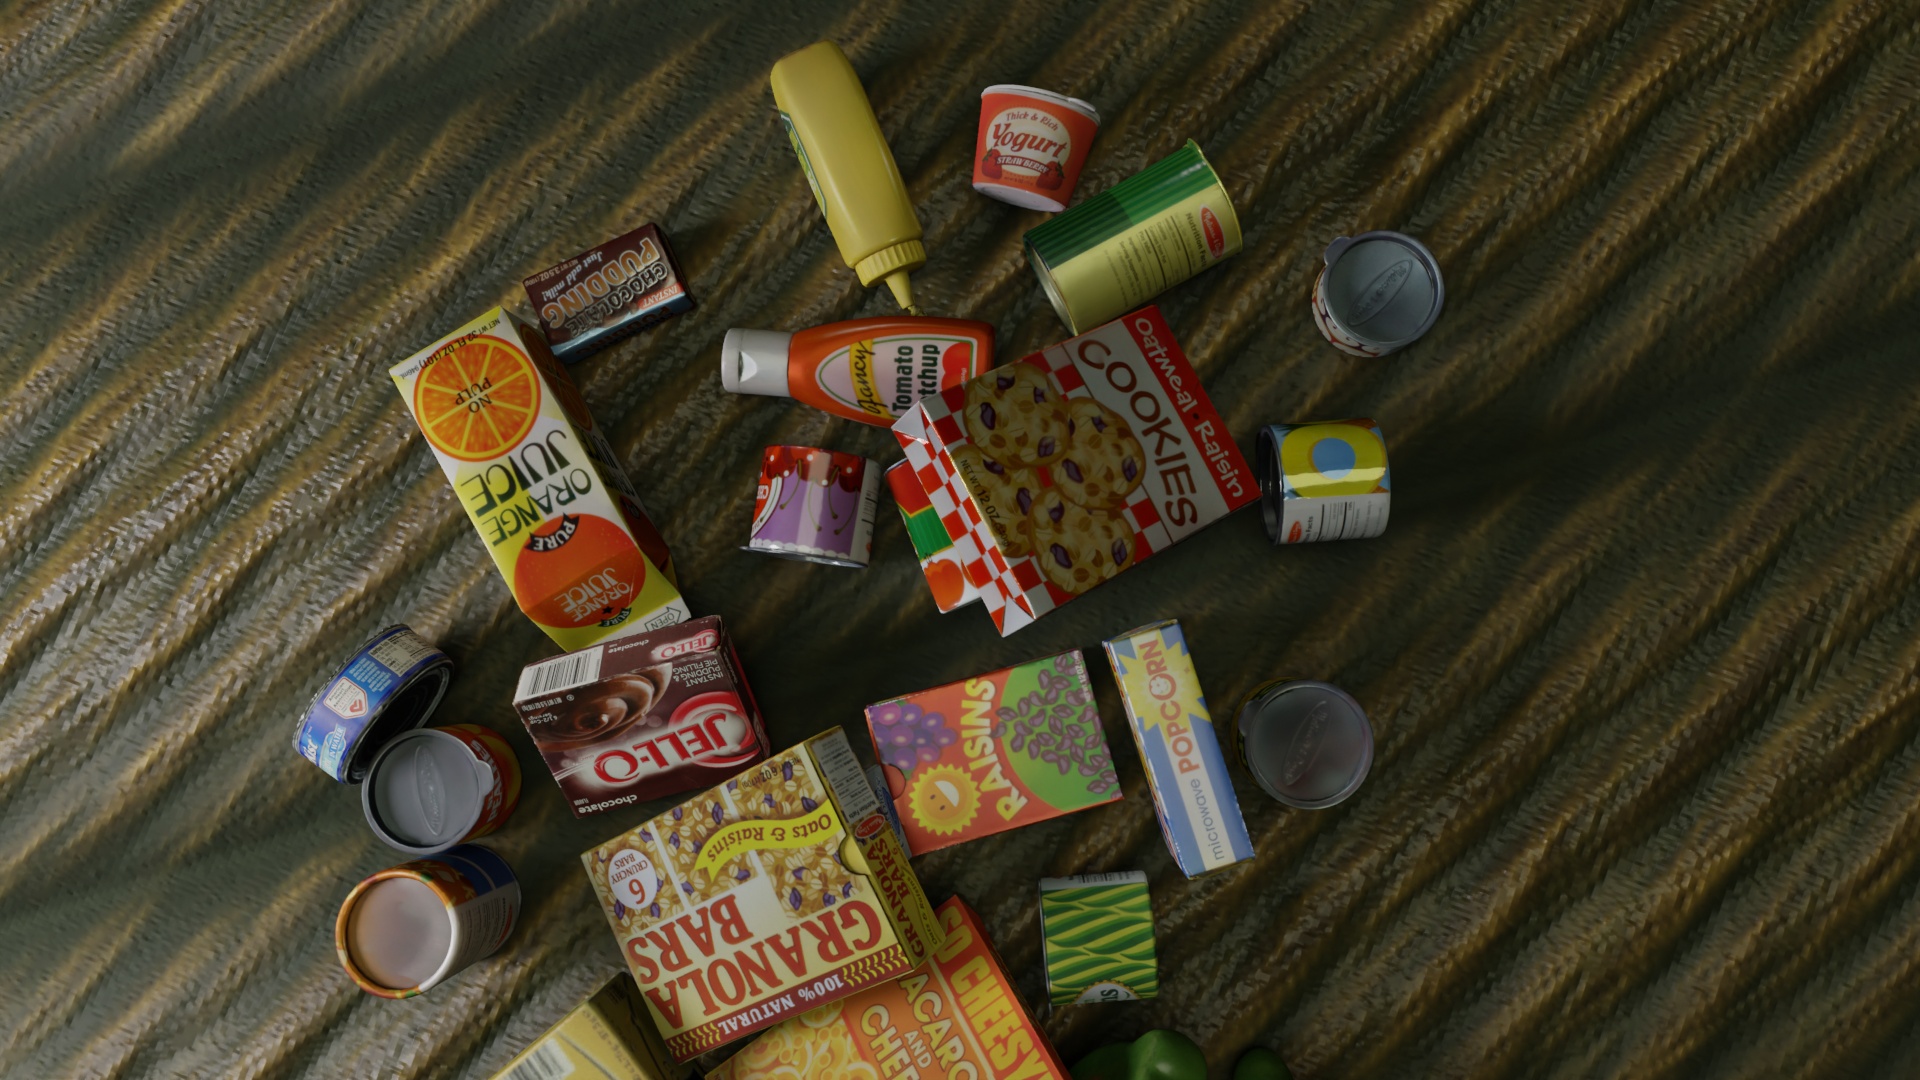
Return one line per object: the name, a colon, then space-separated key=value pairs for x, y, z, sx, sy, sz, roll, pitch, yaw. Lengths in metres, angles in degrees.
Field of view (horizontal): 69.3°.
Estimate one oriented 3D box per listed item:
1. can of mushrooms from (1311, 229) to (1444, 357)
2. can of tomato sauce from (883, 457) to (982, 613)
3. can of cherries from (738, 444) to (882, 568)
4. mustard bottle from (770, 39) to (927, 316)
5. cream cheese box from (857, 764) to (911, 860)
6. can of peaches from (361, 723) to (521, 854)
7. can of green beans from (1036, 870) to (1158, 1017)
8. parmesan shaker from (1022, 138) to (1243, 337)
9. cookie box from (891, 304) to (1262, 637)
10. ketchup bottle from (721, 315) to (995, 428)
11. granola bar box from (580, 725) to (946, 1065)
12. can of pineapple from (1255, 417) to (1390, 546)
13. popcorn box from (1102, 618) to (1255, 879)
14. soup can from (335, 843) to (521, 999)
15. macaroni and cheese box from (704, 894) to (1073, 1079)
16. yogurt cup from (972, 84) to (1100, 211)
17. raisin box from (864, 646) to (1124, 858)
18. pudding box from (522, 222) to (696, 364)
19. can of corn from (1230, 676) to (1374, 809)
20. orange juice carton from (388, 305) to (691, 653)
can of mushrooms: x=0.230 y=-0.138 z=0.772 sx=0.071 sy=0.033 sz=0.071 roll=0 pitch=86 yaw=3
can of tomato sauce: x=0.003 y=-0.009 z=0.756 sx=0.071 sy=0.071 sz=0.083 roll=-22 pitch=85 yaw=1
can of cherries: x=-0.082 y=-0.018 z=0.758 sx=0.071 sy=0.071 sz=0.058 roll=8 pitch=86 yaw=3
mustard bottle: x=-0.056 y=-0.194 z=0.776 sx=0.049 sy=0.065 sz=0.160 roll=-23 pitch=91 yaw=-2
cream cheese box: x=-0.081 y=0.161 z=0.746 sx=0.103 sy=0.024 sz=0.053 roll=-22 pitch=86 yaw=25
can of peaches: x=-0.279 y=0.134 z=0.758 sx=0.071 sy=0.058 sz=0.071 roll=0 pitch=85 yaw=2
can of green beans: x=0.072 y=0.210 z=0.733 sx=0.058 sy=0.071 sz=0.071 roll=-5 pitch=85 yaw=2
parmesan shaker: x=0.092 y=-0.166 z=0.762 sx=0.103 sy=0.071 sz=0.071 roll=-28 pitch=85 yaw=1
cookie box: x=0.065 y=-0.041 z=0.729 sx=0.168 sy=0.040 sz=0.123 roll=-26 pitch=84 yaw=-31
ketchup bottle: x=-0.056 y=-0.095 z=0.774 sx=0.149 sy=0.044 sz=0.064 roll=5 pitch=107 yaw=4
granola bar box: x=-0.107 y=0.187 z=0.724 sx=0.165 sy=0.039 sz=0.124 roll=-29 pitch=84 yaw=25
can of pineapple: x=0.194 y=-0.034 z=0.749 sx=0.058 sy=0.071 sz=0.071 roll=-4 pitch=85 yaw=2
popcorn box: x=0.112 y=0.107 z=0.730 sx=0.038 sy=0.085 sz=0.126 roll=-18 pitch=85 yaw=2
soup can: x=-0.284 y=0.200 z=0.740 sx=0.071 sy=0.083 sz=0.071 roll=0 pitch=86 yaw=3
macaroni and cheese box: x=-0.036 y=0.283 z=0.714 sx=0.166 sy=0.040 sz=0.124 roll=-36 pitch=48 yaw=-1
yogurt cup: x=0.039 y=-0.216 z=0.773 sx=0.072 sy=0.072 sz=0.054 roll=14 pitch=94 yaw=4
raisin box: x=0.018 y=0.115 z=0.757 sx=0.123 sy=0.040 sz=0.086 roll=-15 pitch=86 yaw=2
pudding box: x=-0.200 y=-0.140 z=0.792 sx=0.084 sy=0.030 sz=0.049 roll=-24 pitch=86 yaw=0
can of corn: x=0.178 y=0.105 z=0.741 sx=0.071 sy=0.058 sz=0.071 roll=0 pitch=86 yaw=3
orange juice carton: x=-0.224 y=-0.024 z=0.762 sx=0.072 sy=0.073 sz=0.193 roll=-31 pitch=85 yaw=0
